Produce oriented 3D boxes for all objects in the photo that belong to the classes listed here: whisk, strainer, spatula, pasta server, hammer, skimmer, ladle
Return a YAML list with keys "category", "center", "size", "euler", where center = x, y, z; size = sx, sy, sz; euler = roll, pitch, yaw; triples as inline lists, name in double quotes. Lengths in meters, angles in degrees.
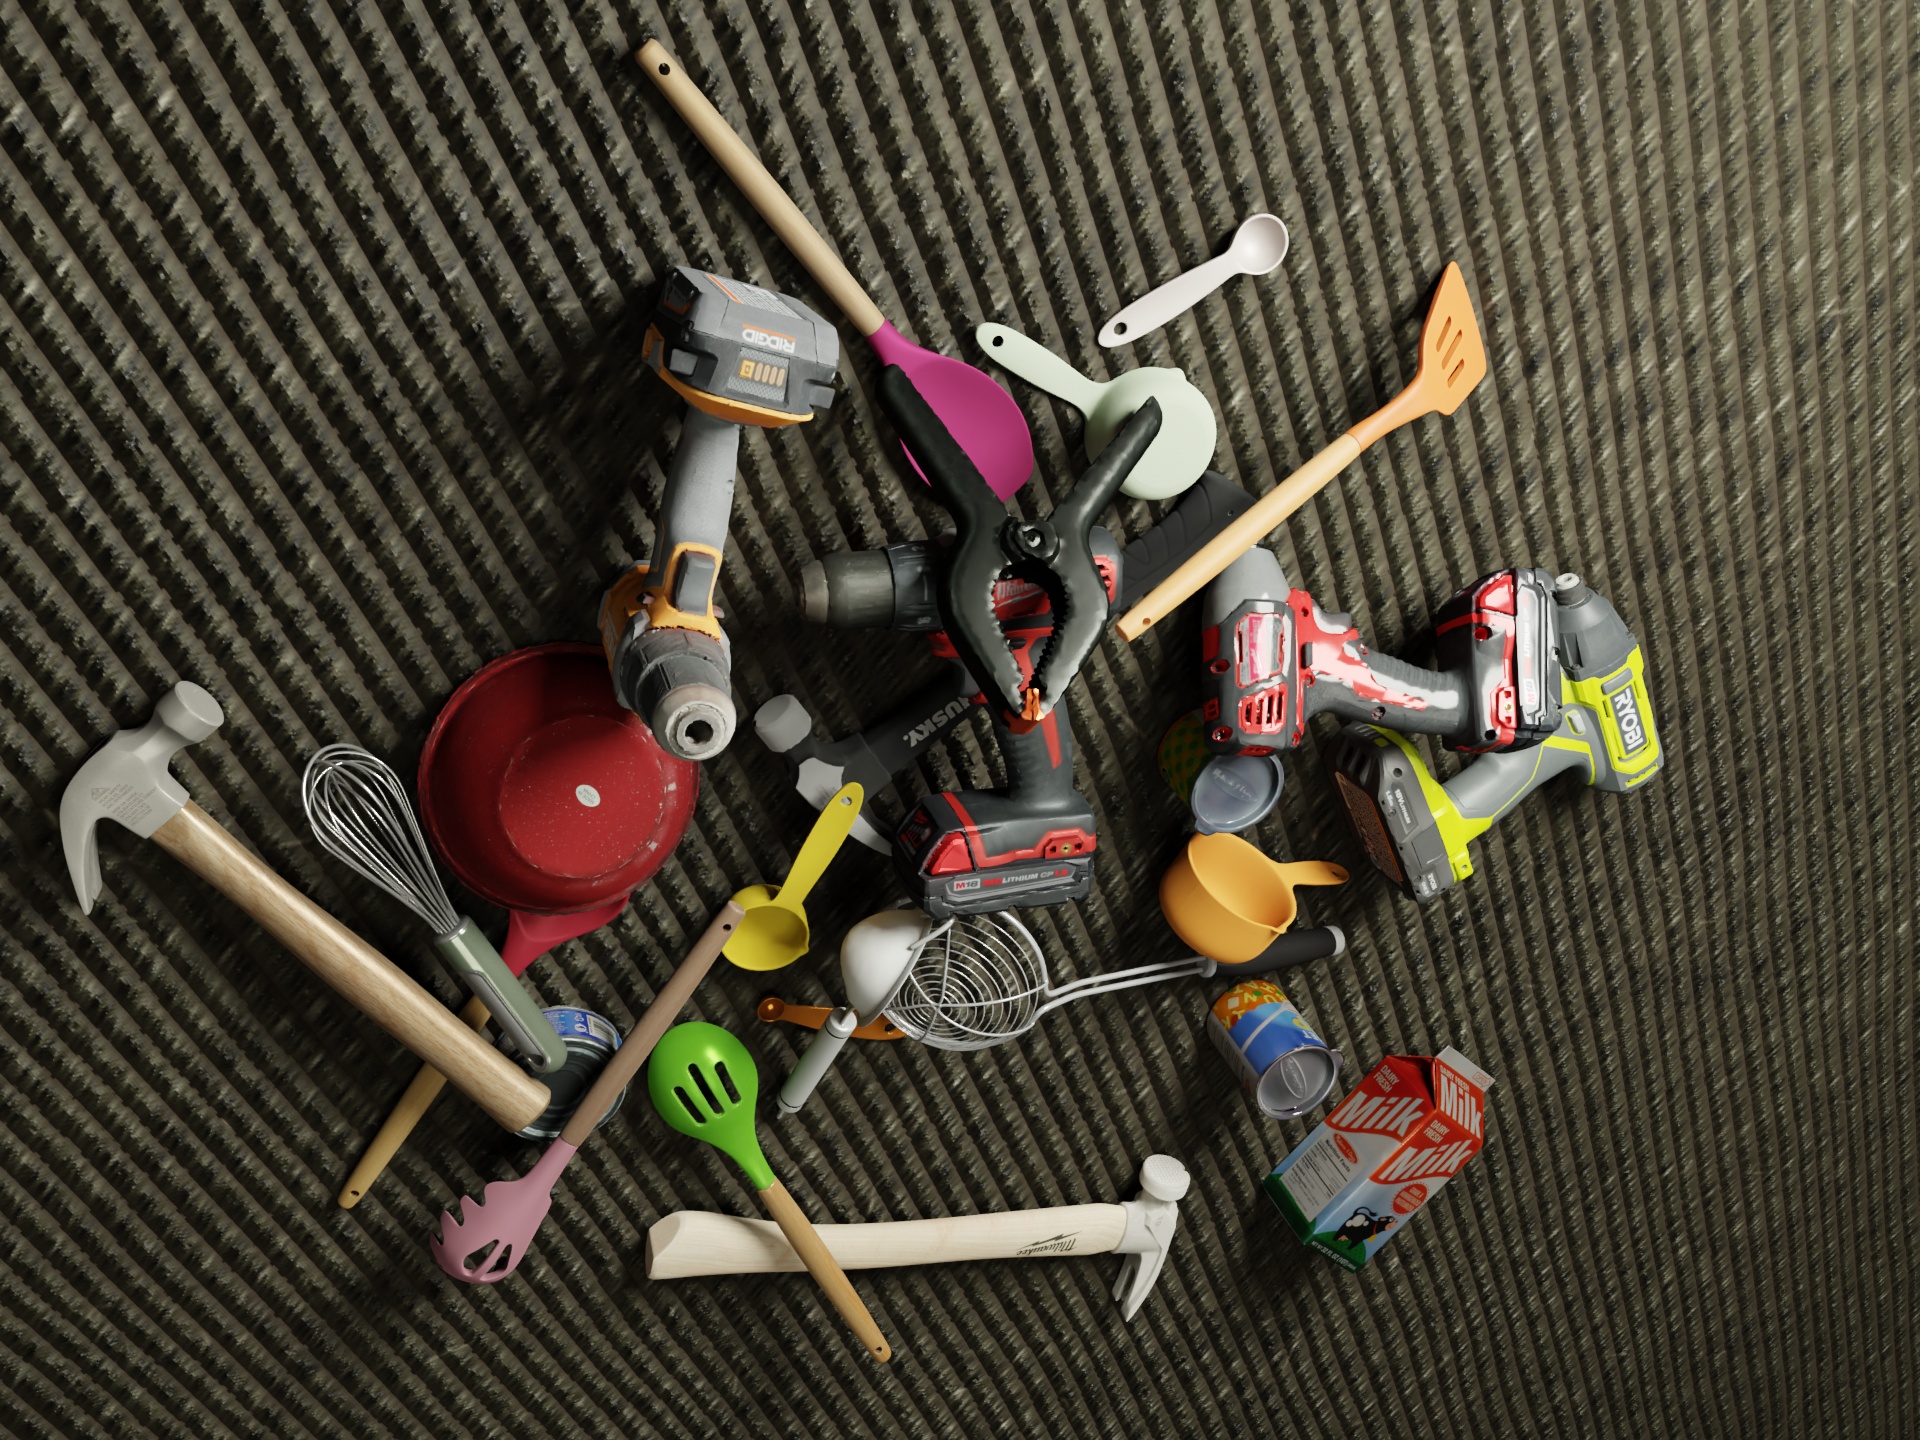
- category: "whisk"
  center: [-0.300, 0.116, 0.923]
  size: [0.058, 0.059, 0.246]
  euler: [-12, 120, 31]
- category: "strainer"
  center: [-0.076, 0.190, 1.022]
  size: [0.050, 0.087, 0.258]
  euler: [26, 130, -6]
- category: "spatula"
  center: [0.208, -0.151, 0.942]
  size: [0.322, 0.041, 0.081]
  euler: [-39, 123, -13]
- category: "pasta server"
  center: [-0.232, 0.237, 1.000]
  size: [0.060, 0.040, 0.316]
  euler: [32, 98, -30]
- category: "hammer"
  center: [-0.030, 0.397, 1.190]
  size: [0.410, 0.038, 0.146]
  euler: [4, 116, -21]
- category: "skimmer"
  center: [0.109, 0.159, 1.119]
  size: [0.363, 0.090, 0.127]
  euler: [-5, 126, -29]
- category: "ladle"
  center: [-0.304, 0.189, 0.989]
  size: [0.069, 0.031, 0.315]
  euler: [32, 104, -20]
- category: "hammer"
  center: [-0.365, 0.132, 0.914]
  size: [0.130, 0.031, 0.331]
  euler: [-38, 115, 5]
- category: "hammer"
  center: [0.046, -0.043, 0.988]
  size: [0.335, 0.035, 0.146]
  euler: [-36, 122, 0]

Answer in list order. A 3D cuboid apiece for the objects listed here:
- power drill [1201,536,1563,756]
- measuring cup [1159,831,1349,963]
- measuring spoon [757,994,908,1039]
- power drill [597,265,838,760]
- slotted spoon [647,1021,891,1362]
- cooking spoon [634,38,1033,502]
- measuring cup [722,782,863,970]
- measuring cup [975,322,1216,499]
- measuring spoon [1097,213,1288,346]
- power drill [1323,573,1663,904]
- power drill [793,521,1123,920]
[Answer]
- category: "power drill"
  center: [0.260, -0.047, 1.009]
  size: [0.219, 0.078, 0.143]
  euler: [2, 81, -8]
- category: "measuring cup"
  center: [0.210, 0.125, 1.119]
  size: [0.173, 0.095, 0.052]
  euler: [2, 134, -44]
- category: "measuring spoon"
  center: [-0.086, 0.202, 1.084]
  size: [0.116, 0.011, 0.021]
  euler: [16, 110, -30]
- category: "power drill"
  center: [-0.129, -0.101, 0.809]
  size: [0.084, 0.185, 0.226]
  euler: [10, 109, -22]
- category: "slotted spoon"
  center: [-0.121, 0.336, 1.098]
  size: [0.070, 0.031, 0.313]
  euler: [-31, 113, -8]
- category: "cooking spoon"
  center: [-0.062, -0.232, 0.860]
  size: [0.069, 0.017, 0.318]
  euler: [-41, 123, 4]
- category: "measuring cup"
  center: [-0.102, 0.092, 0.996]
  size: [0.062, 0.029, 0.156]
  euler: [21, 116, -24]
- category: "measuring cup"
  center: [0.080, -0.184, 0.923]
  size: [0.167, 0.038, 0.083]
  euler: [24, 106, -30]
- category: "measuring spoon"
  center: [0.132, -0.254, 0.924]
  size: [0.124, 0.018, 0.034]
  euler: [-30, 122, 5]
- category: "power drill"
  center: [0.376, 0.013, 1.113]
  size: [0.223, 0.080, 0.171]
  euler: [-31, 117, -6]
- category: "power drill"
  center: [-0.001, -0.003, 0.928]
  size: [0.188, 0.080, 0.226]
  euler: [-5, 111, -16]
